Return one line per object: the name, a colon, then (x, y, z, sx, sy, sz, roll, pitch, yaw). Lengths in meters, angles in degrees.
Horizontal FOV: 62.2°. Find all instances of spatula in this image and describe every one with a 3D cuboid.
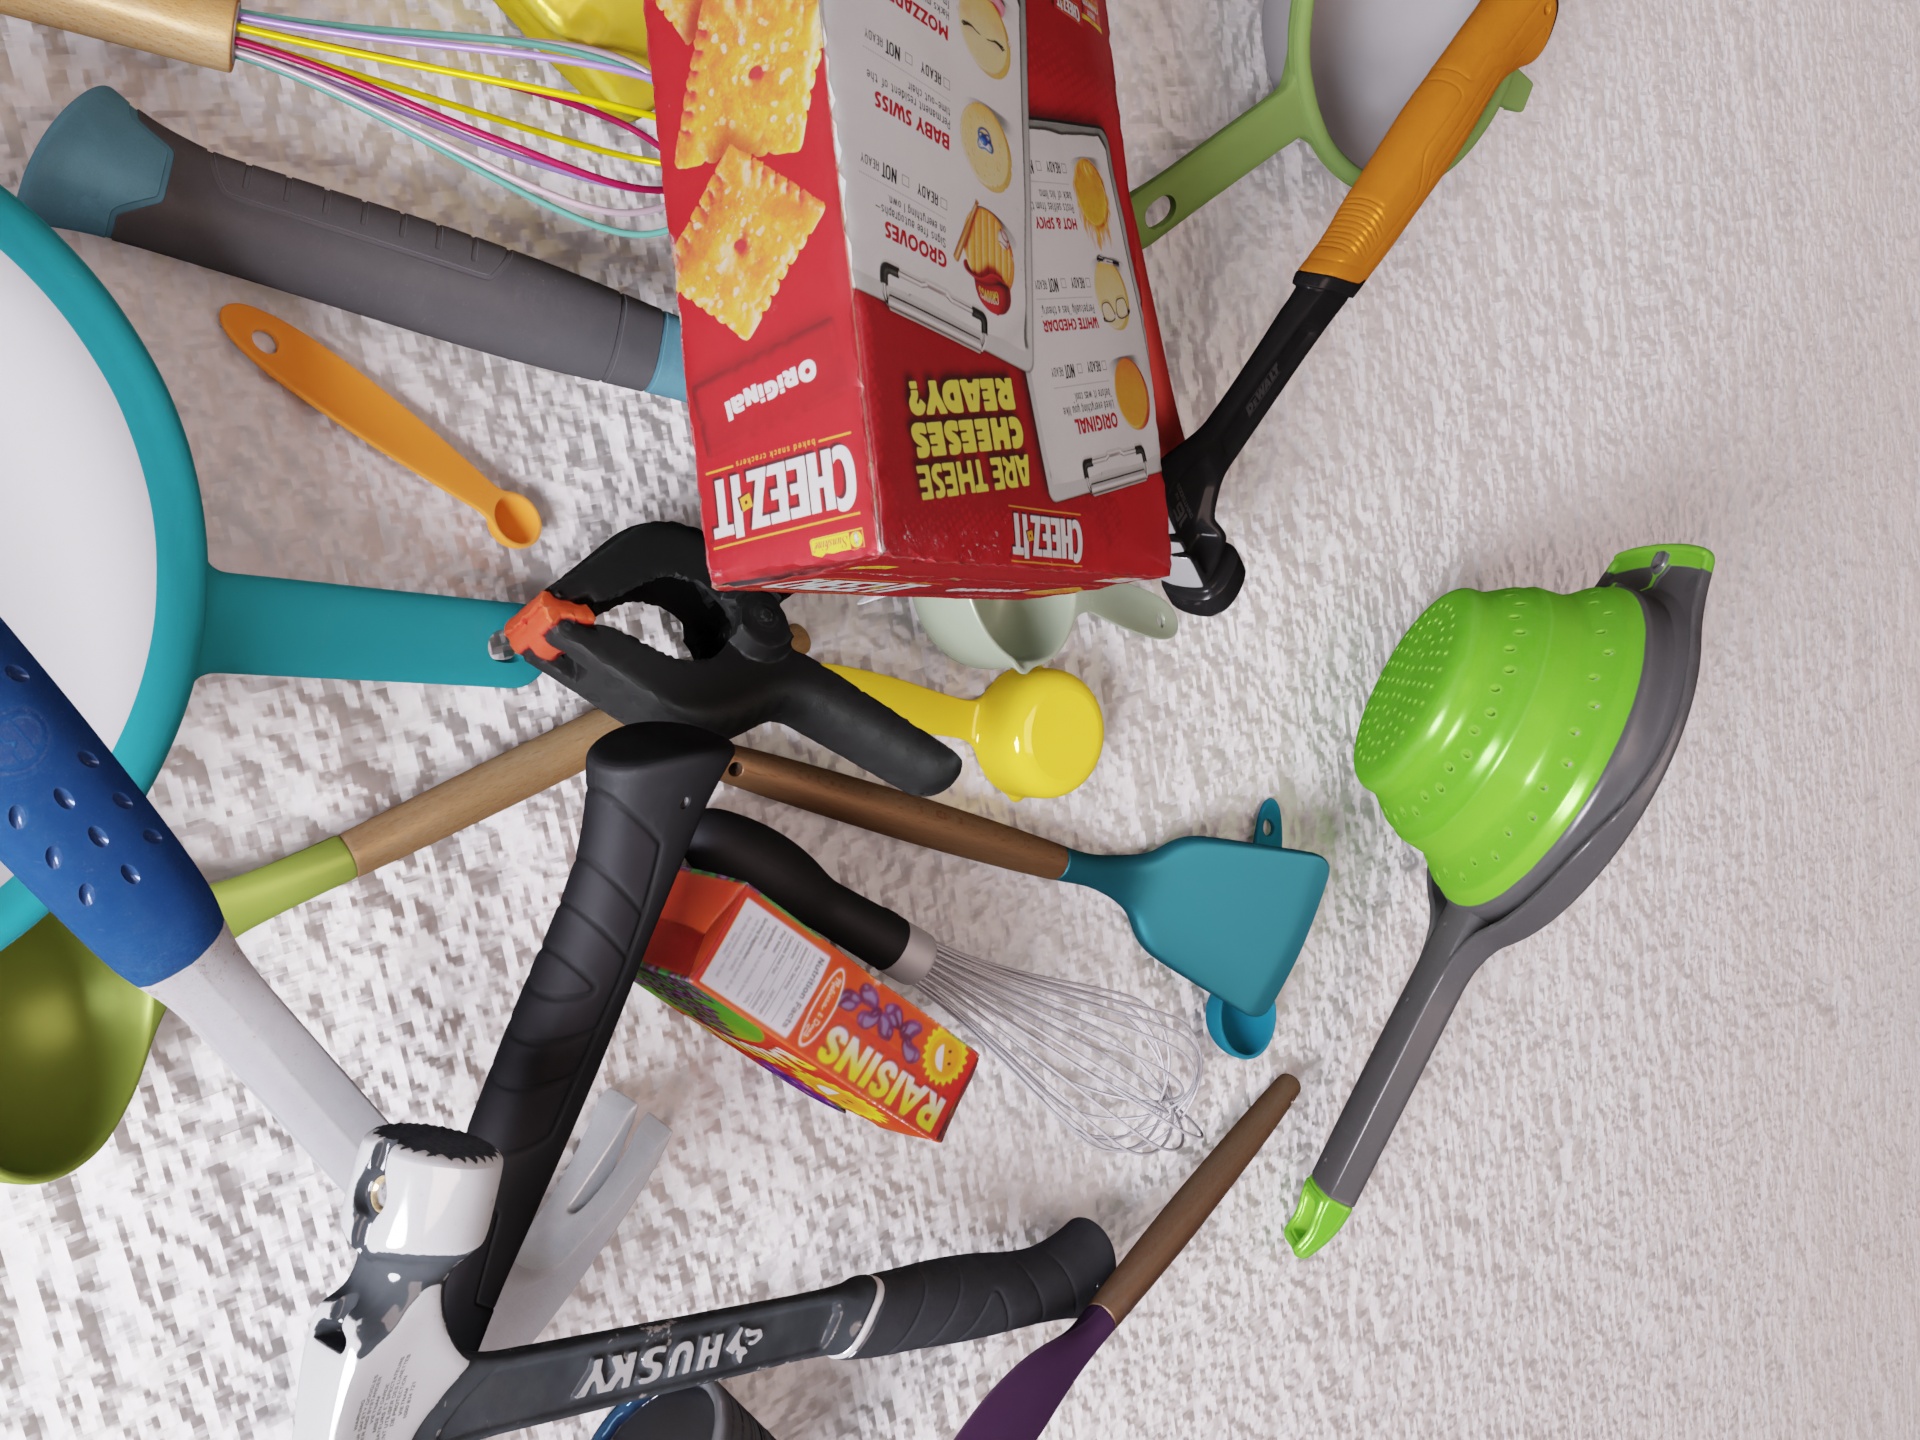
spatula: (0.074, 0.240, 0.689, 0.316, 0.018, 0.059, -32, 130, -46)
spatula: (0.029, 0.056, 0.665, 0.317, 0.044, 0.082, 19, 96, -37)

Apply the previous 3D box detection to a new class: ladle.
ladle: (-0.164, 0.035, 0.503, 0.320, 0.062, 0.078, -30, 125, -36)

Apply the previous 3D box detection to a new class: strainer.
strainer: (-0.259, -0.034, 0.412, 0.340, 0.095, 0.211, 3, 96, -59)
strainer: (0.151, -0.296, 0.734, 0.256, 0.069, 0.151, -39, 129, -13)

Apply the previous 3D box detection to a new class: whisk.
whisk: (0.000, 0.107, 0.643, 0.284, 0.070, 0.070, 35, 72, -30)
whisk: (-0.183, -0.187, 0.453, 0.244, 0.047, 0.051, 8, 122, -22)

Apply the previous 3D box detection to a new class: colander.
colander: (0.225, 0.075, 0.791, 0.094, 0.204, 0.397, 26, 93, -3)

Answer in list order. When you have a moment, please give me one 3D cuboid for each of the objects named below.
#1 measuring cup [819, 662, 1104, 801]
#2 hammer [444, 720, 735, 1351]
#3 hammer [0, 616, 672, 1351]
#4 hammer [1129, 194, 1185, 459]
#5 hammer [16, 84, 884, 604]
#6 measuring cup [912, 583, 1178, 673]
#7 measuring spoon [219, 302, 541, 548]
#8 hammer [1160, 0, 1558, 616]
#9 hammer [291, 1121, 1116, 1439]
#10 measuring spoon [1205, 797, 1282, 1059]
measuring cup: (-0.001, -0.002, 0.645, 0.156, 0.029, 0.062, 12, 86, -40)
hammer: (-0.141, 0.157, 0.472, 0.146, 0.035, 0.335, 24, 88, -55)
hammer: (-0.193, 0.061, 0.414, 0.144, 0.035, 0.405, -47, 140, -29)
hammer: (0.050, -0.231, 0.619, 0.036, 0.149, 0.358, -20, 114, -7)
hammer: (-0.113, -0.125, 0.514, 0.330, 0.033, 0.128, 13, 77, -29)
measuring cup: (0.038, -0.052, 0.674, 0.167, 0.038, 0.083, 11, 76, -53)
measuring spoon: (-0.183, -0.091, 0.506, 0.116, 0.011, 0.021, 38, 48, -31)
hammer: (0.164, -0.208, 0.671, 0.337, 0.034, 0.127, -55, 140, -17)
hammer: (-0.049, 0.213, 0.546, 0.408, 0.036, 0.149, 20, 81, -56)
measuring spoon: (0.139, 0.101, 0.778, 0.042, 0.021, 0.129, 22, 70, -37)
